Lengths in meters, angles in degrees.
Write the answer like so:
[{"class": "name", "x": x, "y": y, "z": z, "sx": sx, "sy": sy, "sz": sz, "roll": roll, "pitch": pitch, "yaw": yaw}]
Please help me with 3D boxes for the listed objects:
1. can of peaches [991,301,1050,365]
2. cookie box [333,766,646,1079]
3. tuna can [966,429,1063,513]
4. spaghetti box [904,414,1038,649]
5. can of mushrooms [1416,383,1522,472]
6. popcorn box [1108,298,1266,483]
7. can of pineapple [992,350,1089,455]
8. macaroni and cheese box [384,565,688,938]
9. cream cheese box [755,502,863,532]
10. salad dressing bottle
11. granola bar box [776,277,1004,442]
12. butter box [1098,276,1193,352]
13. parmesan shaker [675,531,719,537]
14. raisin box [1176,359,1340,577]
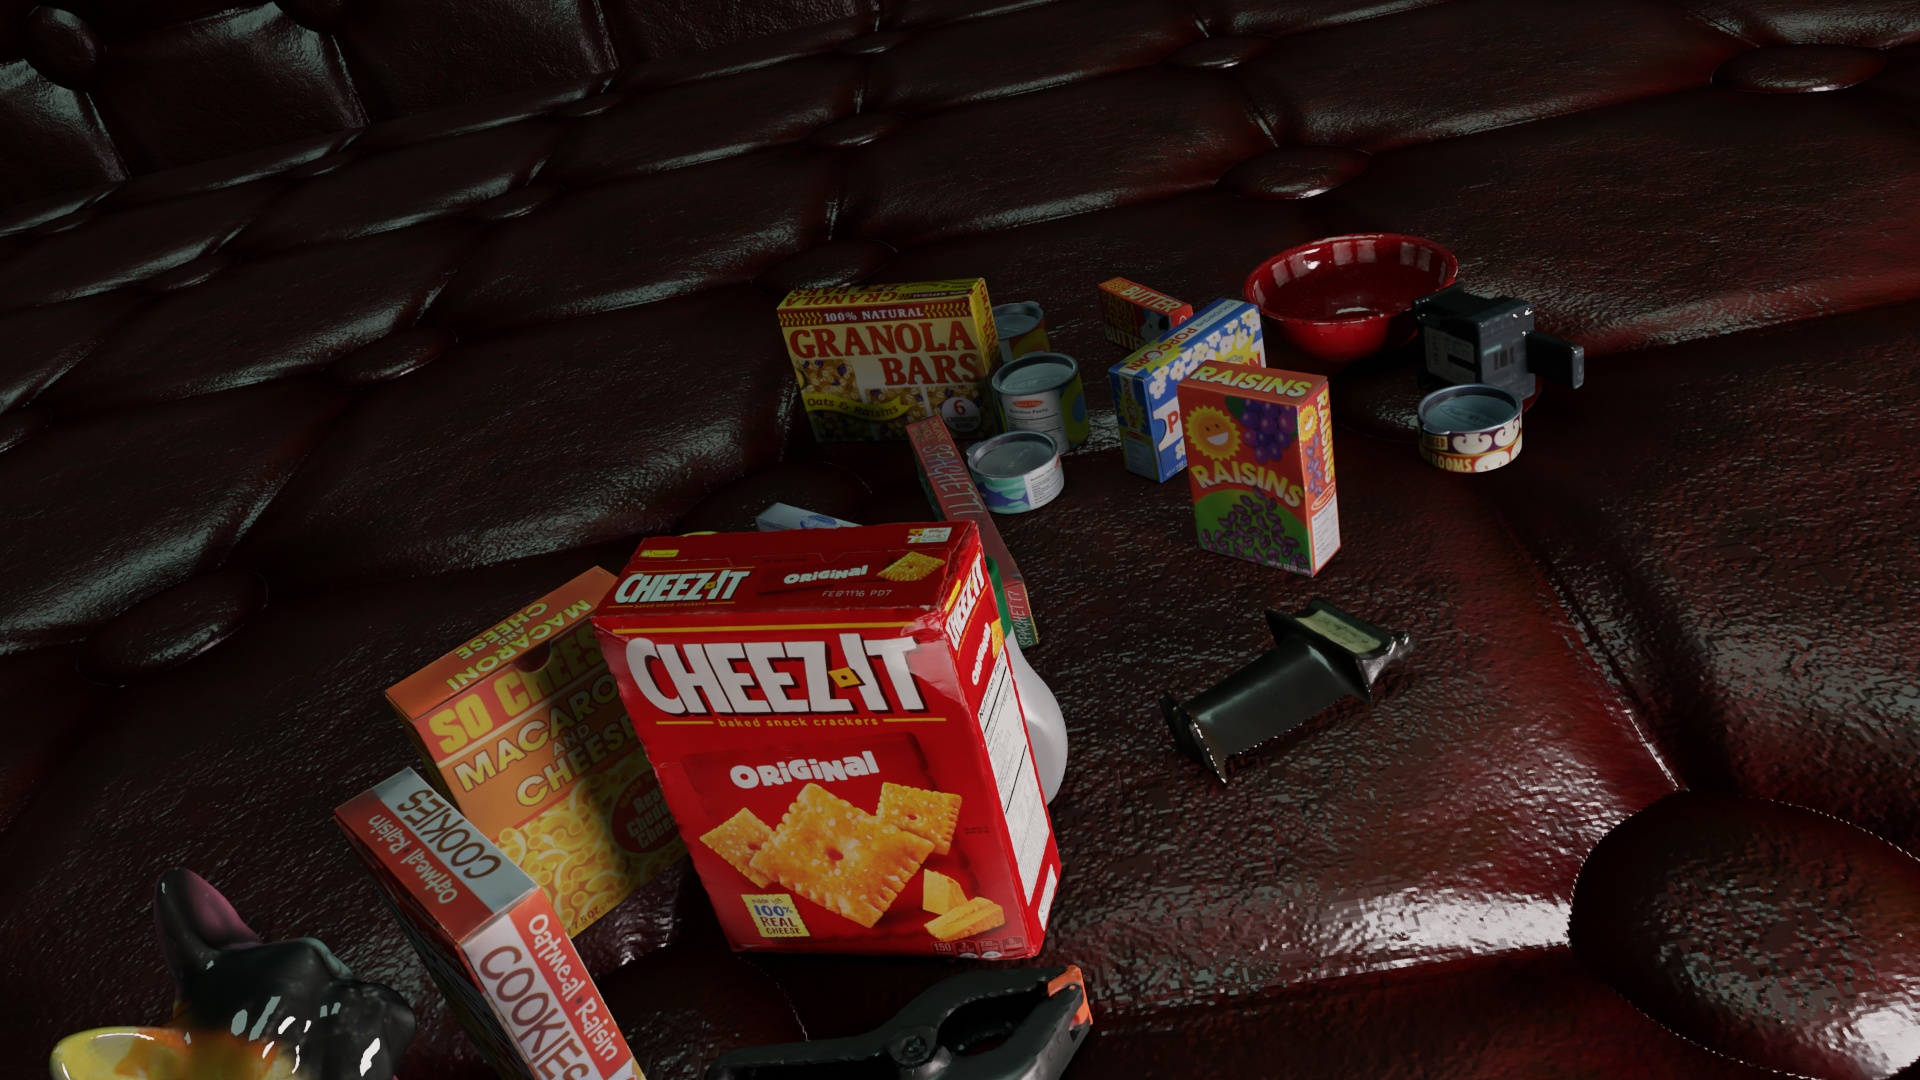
[{"class": "can of peaches", "x": 0.043, "y": -0.157, "z": 1.150, "sx": 0.071, "sy": 0.057, "sz": 0.071, "roll": -10, "pitch": 32, "yaw": 7}, {"class": "cookie box", "x": -0.197, "y": 0.191, "z": 0.601, "sx": 0.040, "sy": 0.166, "sz": 0.123, "roll": -36, "pitch": 38, "yaw": -31}, {"class": "tuna can", "x": 0.039, "y": -0.050, "z": 1.009, "sx": 0.071, "sy": 0.032, "sz": 0.071, "roll": -10, "pitch": 32, "yaw": 7}, {"class": "spaghetti box", "x": 0.003, "y": -0.012, "z": 0.947, "sx": 0.029, "sy": 0.050, "sz": 0.251, "roll": -17, "pitch": 32, "yaw": -5}, {"class": "can of mushrooms", "x": 0.338, "y": -0.075, "z": 0.928, "sx": 0.071, "sy": 0.033, "sz": 0.071, "roll": -10, "pitch": 32, "yaw": 7}, {"class": "popcorn box", "x": 0.167, "y": -0.110, "z": 1.002, "sx": 0.127, "sy": 0.084, "sz": 0.038, "roll": -34, "pitch": 37, "yaw": -29}, {"class": "can of pineapple", "x": 0.063, "y": -0.104, "z": 1.060, "sx": 0.071, "sy": 0.057, "sz": 0.071, "roll": -10, "pitch": 32, "yaw": 7}, {"class": "macaroni and cheese box", "x": -0.201, "y": 0.115, "z": 0.721, "sx": 0.124, "sy": 0.165, "sz": 0.040, "roll": -35, "pitch": 37, "yaw": -29}, {"class": "cream cheese box", "x": -0.091, "y": 0.011, "z": 0.946, "sx": 0.104, "sy": 0.053, "sz": 0.024, "roll": 15, "pitch": 42, "yaw": 38}, {"class": "salad dressing bottle", "x": 0.016, "y": 0.075, "z": 0.715, "sx": 0.064, "sy": 0.147, "sz": 0.044, "roll": -7, "pitch": 33, "yaw": 12}, {"class": "granola bar box", "x": -0.051, "y": -0.140, "z": 1.098, "sx": 0.165, "sy": 0.123, "sz": 0.039, "roll": 0, "pitch": 35, "yaw": 22}, {"class": "butter box", "x": 0.154, "y": -0.180, "z": 1.146, "sx": 0.024, "sy": 0.053, "sz": 0.104, "roll": -27, "pitch": 34, "yaw": -19}, {"class": "parmesan shaker", "x": -0.153, "y": 0.055, "z": 0.855, "sx": 0.071, "sy": 0.102, "sz": 0.072, "roll": -10, "pitch": 32, "yaw": 7}, {"class": "raisin box", "x": 0.186, "y": -0.046, "z": 0.859, "sx": 0.086, "sy": 0.122, "sz": 0.040, "roll": 16, "pitch": 43, "yaw": 40}]
